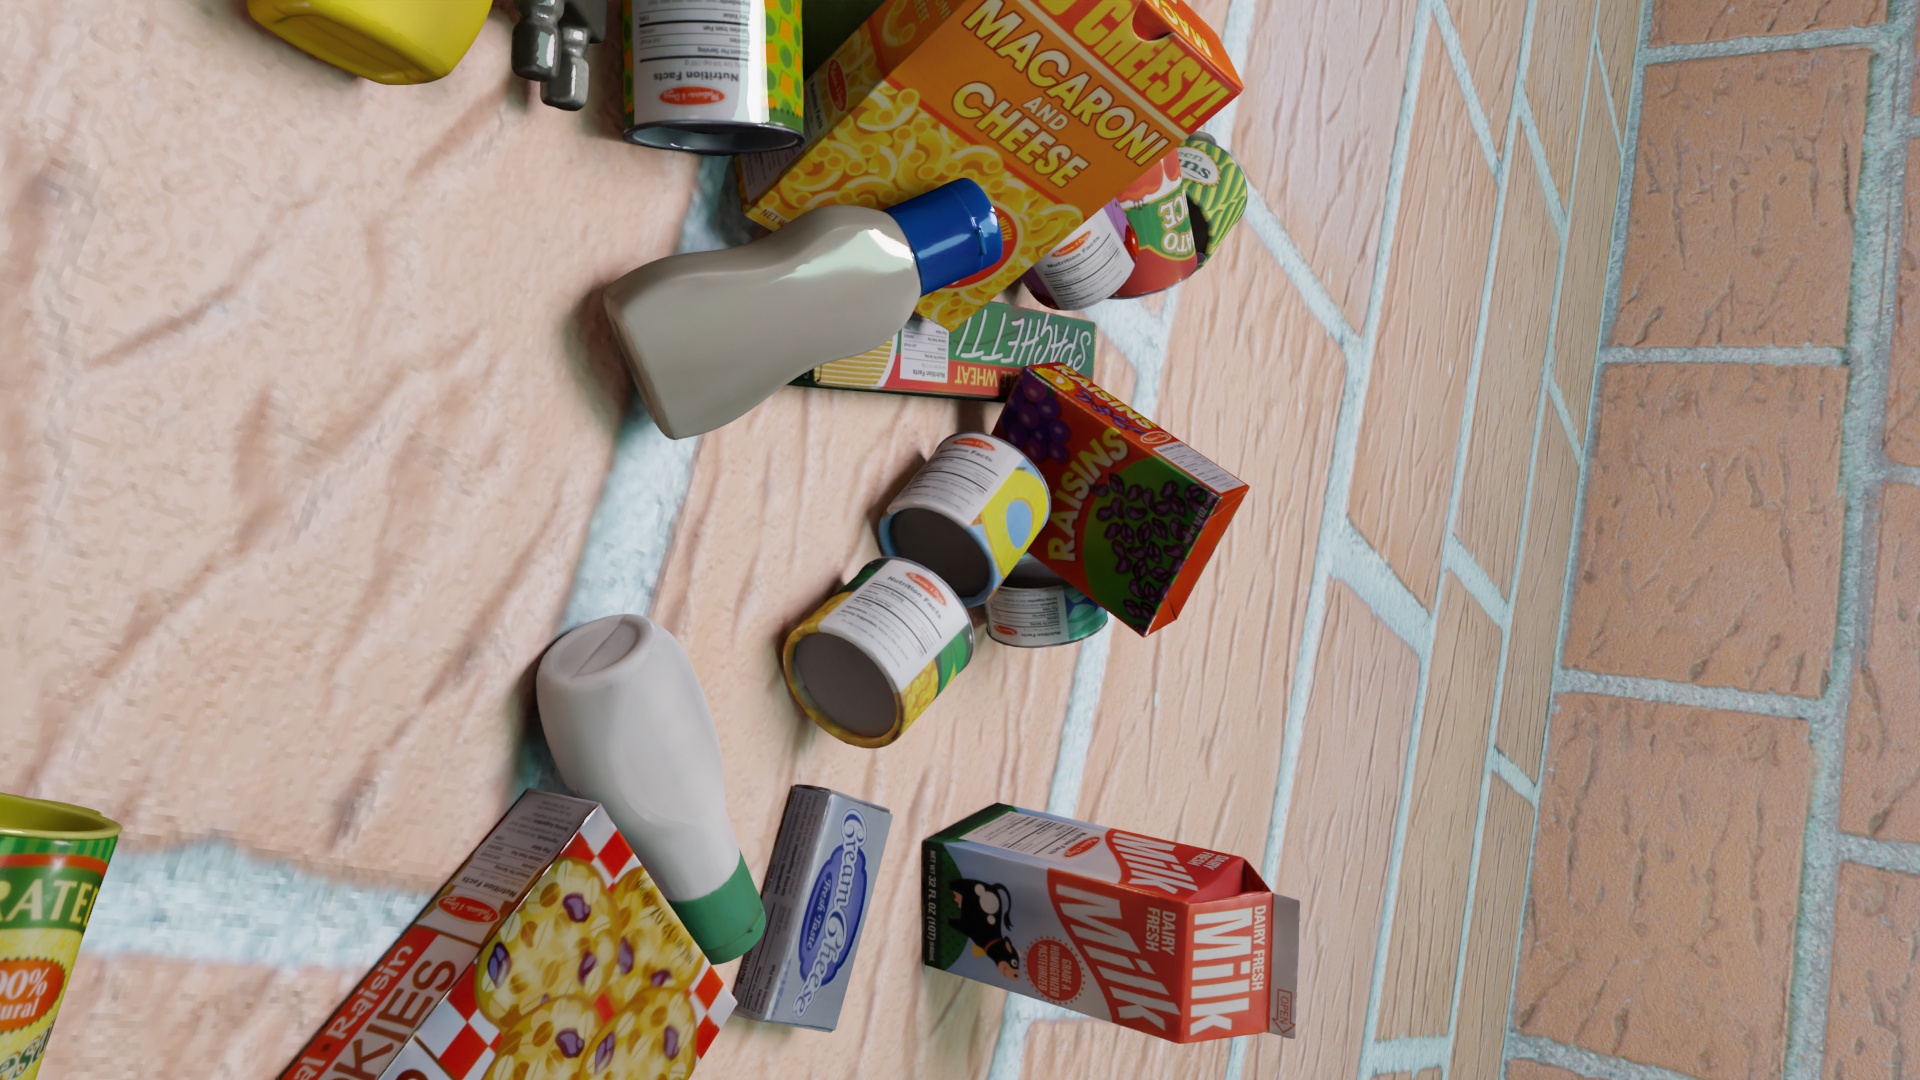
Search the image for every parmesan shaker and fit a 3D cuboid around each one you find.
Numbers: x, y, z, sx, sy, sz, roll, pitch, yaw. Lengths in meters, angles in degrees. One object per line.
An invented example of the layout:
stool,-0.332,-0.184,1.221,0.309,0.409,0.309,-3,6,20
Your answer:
parmesan shaker,-0.240,0.110,0.313,0.071,0.071,0.103,28,71,-55

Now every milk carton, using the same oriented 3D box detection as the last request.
milk carton,0.079,0.193,0.701,0.073,0.190,0.072,-11,104,-56

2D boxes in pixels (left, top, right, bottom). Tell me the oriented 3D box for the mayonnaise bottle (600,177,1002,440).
mayonnaise bottle,-0.056,-0.094,0.527,0.148,0.041,0.064,-26,126,-15

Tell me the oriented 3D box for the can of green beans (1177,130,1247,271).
can of green beans,0.134,-0.203,0.850,0.058,0.071,0.071,-52,135,-39

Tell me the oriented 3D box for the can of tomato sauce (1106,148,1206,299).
can of tomato sauce,0.098,-0.189,0.791,0.071,0.071,0.082,-49,132,-43

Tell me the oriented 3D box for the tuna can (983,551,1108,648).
tuna can,0.046,0.029,0.743,0.071,0.071,0.032,-32,120,-51

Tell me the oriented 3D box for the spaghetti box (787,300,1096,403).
spaghetti box,-0.002,-0.095,0.687,0.250,0.028,0.050,-4,97,-57

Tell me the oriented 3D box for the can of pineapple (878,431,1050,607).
can of pineapple,0.002,-0.008,0.671,0.058,0.071,0.070,-52,135,-40

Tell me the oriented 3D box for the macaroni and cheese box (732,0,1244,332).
macaroni and cheese box,0.011,-0.166,0.556,0.123,0.166,0.040,22,42,-43

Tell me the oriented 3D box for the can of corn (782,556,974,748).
can of corn,-0.037,0.052,0.621,0.058,0.071,0.071,-43,129,-45

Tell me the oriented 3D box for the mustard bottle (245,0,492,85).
mustard bottle,-0.161,-0.218,0.406,0.065,0.049,0.160,21,75,-56

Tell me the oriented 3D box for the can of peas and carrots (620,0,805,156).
can of peas and carrots,-0.090,-0.176,0.509,0.071,0.071,0.058,-10,103,-56

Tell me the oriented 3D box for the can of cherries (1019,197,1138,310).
can of cherries,0.053,-0.165,0.731,0.058,0.071,0.072,44,58,-51

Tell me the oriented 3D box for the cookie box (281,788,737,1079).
cookie box,-0.159,0.189,0.473,0.168,0.040,0.122,-55,137,-39

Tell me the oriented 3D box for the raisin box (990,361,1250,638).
raisin box,0.069,-0.023,0.695,0.040,0.123,0.085,-18,139,-53

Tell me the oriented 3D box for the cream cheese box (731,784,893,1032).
cream cheese box,-0.066,0.166,0.627,0.053,0.024,0.104,37,64,-53

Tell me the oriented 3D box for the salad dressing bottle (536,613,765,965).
salad dressing bottle,-0.113,0.099,0.529,0.064,0.044,0.147,-59,141,-51
